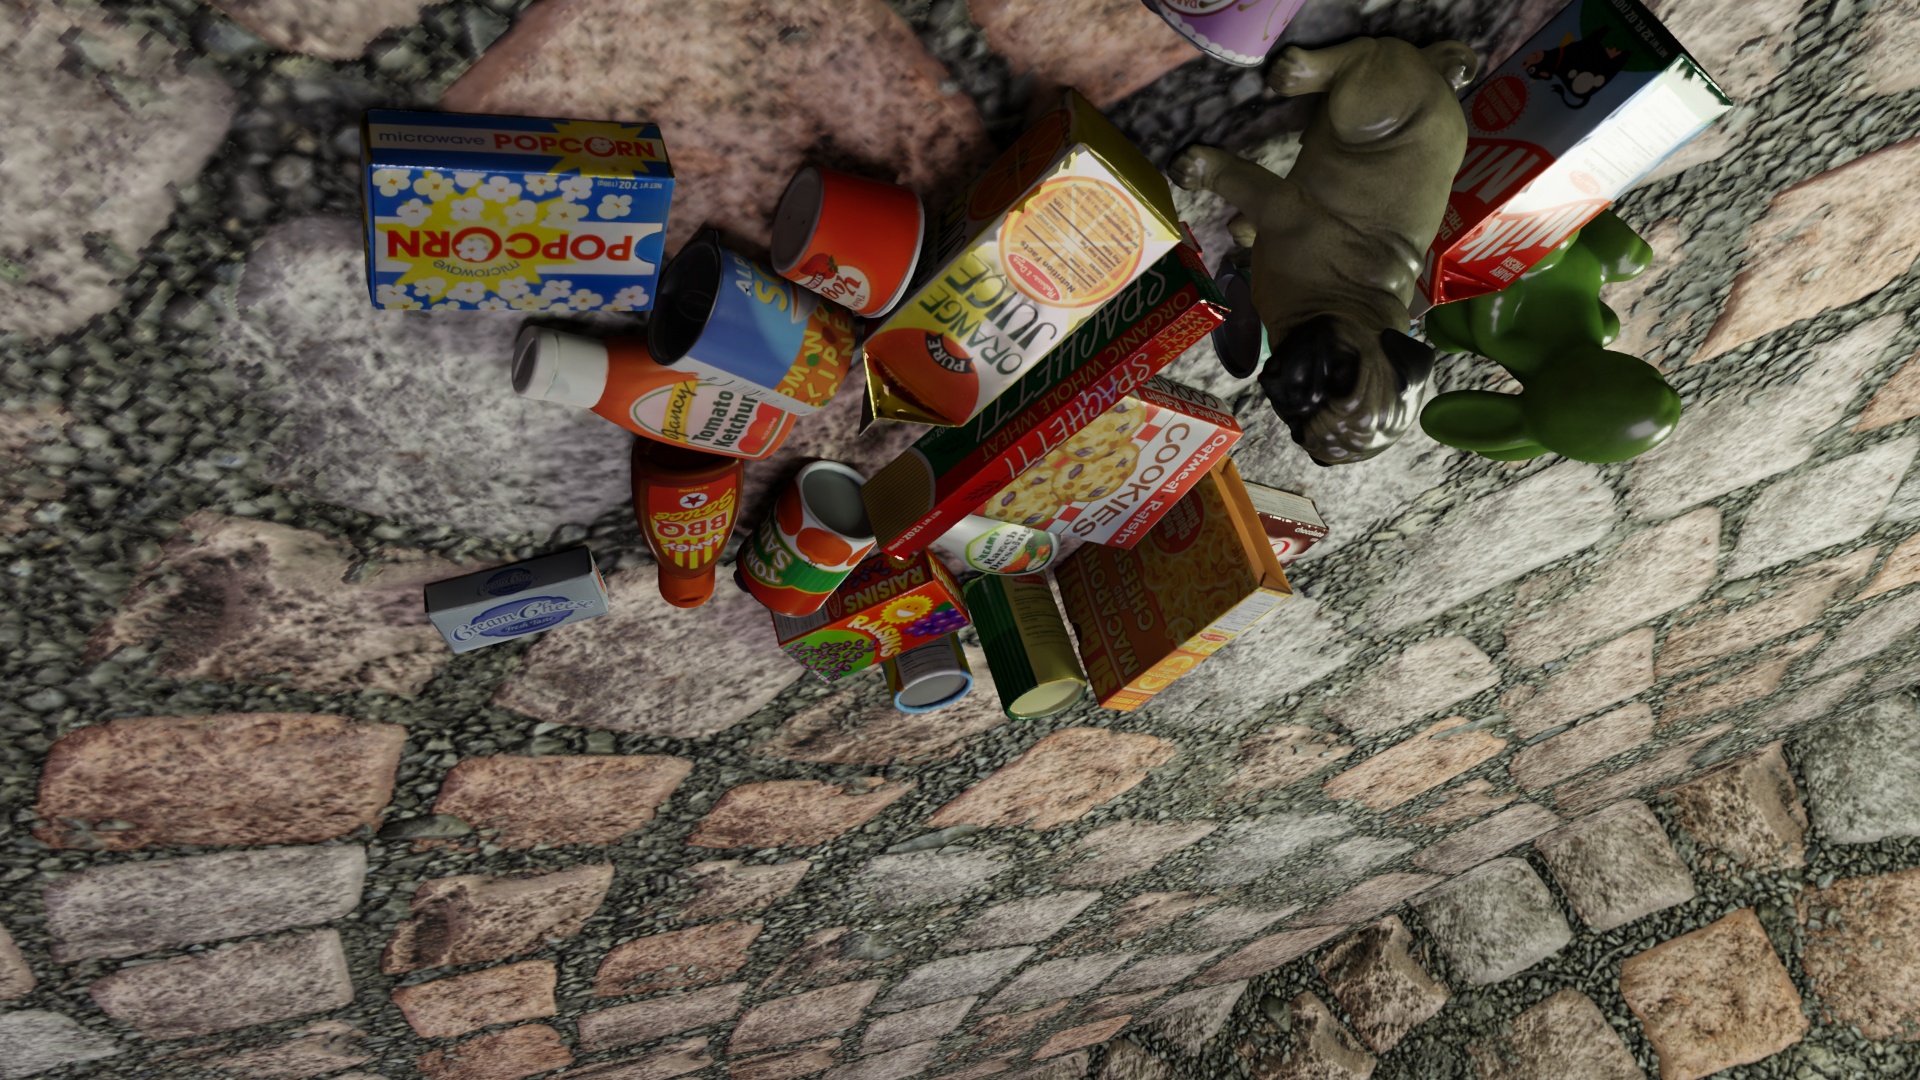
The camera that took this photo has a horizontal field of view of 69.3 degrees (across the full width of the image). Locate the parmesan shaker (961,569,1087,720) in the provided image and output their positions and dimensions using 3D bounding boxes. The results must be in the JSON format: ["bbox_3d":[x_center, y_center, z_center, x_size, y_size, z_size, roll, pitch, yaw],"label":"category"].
[{"bbox_3d":[0.046,0.077,1.052,0.071,0.103,0.071,-14,149,-8],"label":"parmesan shaker"}]

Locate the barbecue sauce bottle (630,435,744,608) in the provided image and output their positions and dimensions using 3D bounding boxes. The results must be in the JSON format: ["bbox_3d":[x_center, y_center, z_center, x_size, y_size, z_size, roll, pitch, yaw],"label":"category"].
[{"bbox_3d":[-0.167,-0.012,0.849,0.065,0.044,0.147,-9,148,-17],"label":"barbecue sauce bottle"}]

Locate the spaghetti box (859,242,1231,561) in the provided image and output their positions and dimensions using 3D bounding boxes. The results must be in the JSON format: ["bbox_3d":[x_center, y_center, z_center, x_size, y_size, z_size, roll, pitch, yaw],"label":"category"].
[{"bbox_3d":[0.041,-0.076,0.794,0.249,0.050,0.028,-37,146,26],"label":"spaghetti box"}]

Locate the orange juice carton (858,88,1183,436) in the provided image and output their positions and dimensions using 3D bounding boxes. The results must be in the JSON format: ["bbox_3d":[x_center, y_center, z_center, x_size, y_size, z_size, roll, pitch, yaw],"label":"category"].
[{"bbox_3d":[0.014,-0.128,0.707,0.073,0.072,0.192,38,119,-25],"label":"orange juice carton"}]

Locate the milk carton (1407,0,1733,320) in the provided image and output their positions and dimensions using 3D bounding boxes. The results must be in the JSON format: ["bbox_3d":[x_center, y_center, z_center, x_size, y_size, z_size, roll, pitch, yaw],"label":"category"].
[{"bbox_3d":[0.312,-0.209,0.774,0.073,0.072,0.189,13,136,-42],"label":"milk carton"}]

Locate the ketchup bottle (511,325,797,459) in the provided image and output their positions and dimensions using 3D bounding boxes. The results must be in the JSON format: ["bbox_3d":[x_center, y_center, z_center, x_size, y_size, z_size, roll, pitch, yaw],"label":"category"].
[{"bbox_3d":[-0.160,-0.082,0.739,0.149,0.044,0.064,8,131,-37],"label":"ketchup bottle"}]

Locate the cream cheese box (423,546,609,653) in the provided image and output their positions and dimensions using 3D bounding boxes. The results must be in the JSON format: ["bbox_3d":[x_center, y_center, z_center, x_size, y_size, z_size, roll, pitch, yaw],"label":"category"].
[{"bbox_3d":[-0.281,0.039,0.884,0.104,0.024,0.053,-14,149,-8],"label":"cream cheese box"}]

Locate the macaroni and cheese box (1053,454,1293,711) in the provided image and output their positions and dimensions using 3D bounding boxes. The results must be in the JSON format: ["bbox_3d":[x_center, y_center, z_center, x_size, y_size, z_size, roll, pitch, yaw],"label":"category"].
[{"bbox_3d":[0.148,0.030,1.014,0.040,0.124,0.165,14,136,-39],"label":"macaroni and cheese box"}]

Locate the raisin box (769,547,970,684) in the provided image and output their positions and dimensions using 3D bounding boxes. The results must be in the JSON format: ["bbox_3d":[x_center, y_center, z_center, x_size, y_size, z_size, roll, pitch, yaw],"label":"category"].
[{"bbox_3d":[-0.065,0.054,1.016,0.123,0.040,0.086,-23,148,9],"label":"raisin box"}]

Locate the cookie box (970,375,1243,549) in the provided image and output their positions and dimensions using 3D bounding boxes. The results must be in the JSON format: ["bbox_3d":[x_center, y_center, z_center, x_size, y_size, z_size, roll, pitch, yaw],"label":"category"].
[{"bbox_3d":[0.087,-0.058,0.912,0.167,0.040,0.122,12,132,-41],"label":"cookie box"}]

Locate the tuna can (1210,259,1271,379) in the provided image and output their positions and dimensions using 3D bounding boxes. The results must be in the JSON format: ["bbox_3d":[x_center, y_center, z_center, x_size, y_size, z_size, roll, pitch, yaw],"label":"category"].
[{"bbox_3d":[0.177,-0.134,0.828,0.033,0.071,0.070,-11,148,-15],"label":"tuna can"}]

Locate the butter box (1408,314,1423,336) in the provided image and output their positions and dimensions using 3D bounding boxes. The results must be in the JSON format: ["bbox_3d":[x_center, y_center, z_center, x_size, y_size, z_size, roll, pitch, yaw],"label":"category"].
[{"bbox_3d":[0.262,-0.121,0.933,0.053,0.024,0.103,-9,148,-19],"label":"butter box"}]

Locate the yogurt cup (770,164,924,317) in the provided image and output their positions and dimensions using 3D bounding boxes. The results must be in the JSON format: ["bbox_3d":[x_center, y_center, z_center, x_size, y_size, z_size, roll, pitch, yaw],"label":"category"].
[{"bbox_3d":[-0.057,-0.148,0.675,0.054,0.073,0.072,14,137,-31],"label":"yogurt cup"}]

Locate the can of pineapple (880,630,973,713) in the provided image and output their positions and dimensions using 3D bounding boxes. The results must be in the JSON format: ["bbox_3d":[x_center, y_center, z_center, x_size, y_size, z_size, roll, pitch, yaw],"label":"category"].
[{"bbox_3d":[-0.028,0.095,1.084,0.071,0.058,0.070,-14,149,-9],"label":"can of pineapple"}]

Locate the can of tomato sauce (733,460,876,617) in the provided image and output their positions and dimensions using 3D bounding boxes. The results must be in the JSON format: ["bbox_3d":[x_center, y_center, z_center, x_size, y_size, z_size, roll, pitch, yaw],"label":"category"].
[{"bbox_3d":[-0.096,-0.001,0.883,0.071,0.071,0.082,8,139,-38],"label":"can of tomato sauce"}]

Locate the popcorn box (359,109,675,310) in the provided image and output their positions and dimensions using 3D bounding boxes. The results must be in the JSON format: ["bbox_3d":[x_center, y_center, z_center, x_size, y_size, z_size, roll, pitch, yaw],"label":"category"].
[{"bbox_3d":[-0.199,-0.145,0.623,0.127,0.038,0.084,-4,145,-24],"label":"popcorn box"}]

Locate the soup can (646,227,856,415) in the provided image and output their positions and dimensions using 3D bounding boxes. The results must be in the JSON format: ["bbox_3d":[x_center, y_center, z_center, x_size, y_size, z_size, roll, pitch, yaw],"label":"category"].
[{"bbox_3d":[-0.103,-0.109,0.701,0.084,0.071,0.071,19,133,-38],"label":"soup can"}]

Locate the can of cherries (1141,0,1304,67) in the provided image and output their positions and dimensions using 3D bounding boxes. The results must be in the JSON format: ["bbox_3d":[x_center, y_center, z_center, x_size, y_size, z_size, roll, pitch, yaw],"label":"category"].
[{"bbox_3d":[0.120,-0.250,0.602,0.071,0.072,0.058,3,143,-33],"label":"can of cherries"}]

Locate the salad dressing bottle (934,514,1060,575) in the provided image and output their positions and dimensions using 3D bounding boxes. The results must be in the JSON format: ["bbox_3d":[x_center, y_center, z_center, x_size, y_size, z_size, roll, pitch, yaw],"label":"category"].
[{"bbox_3d":[0.003,-0.012,0.943,0.148,0.044,0.064,13,129,-42],"label":"salad dressing bottle"}]
